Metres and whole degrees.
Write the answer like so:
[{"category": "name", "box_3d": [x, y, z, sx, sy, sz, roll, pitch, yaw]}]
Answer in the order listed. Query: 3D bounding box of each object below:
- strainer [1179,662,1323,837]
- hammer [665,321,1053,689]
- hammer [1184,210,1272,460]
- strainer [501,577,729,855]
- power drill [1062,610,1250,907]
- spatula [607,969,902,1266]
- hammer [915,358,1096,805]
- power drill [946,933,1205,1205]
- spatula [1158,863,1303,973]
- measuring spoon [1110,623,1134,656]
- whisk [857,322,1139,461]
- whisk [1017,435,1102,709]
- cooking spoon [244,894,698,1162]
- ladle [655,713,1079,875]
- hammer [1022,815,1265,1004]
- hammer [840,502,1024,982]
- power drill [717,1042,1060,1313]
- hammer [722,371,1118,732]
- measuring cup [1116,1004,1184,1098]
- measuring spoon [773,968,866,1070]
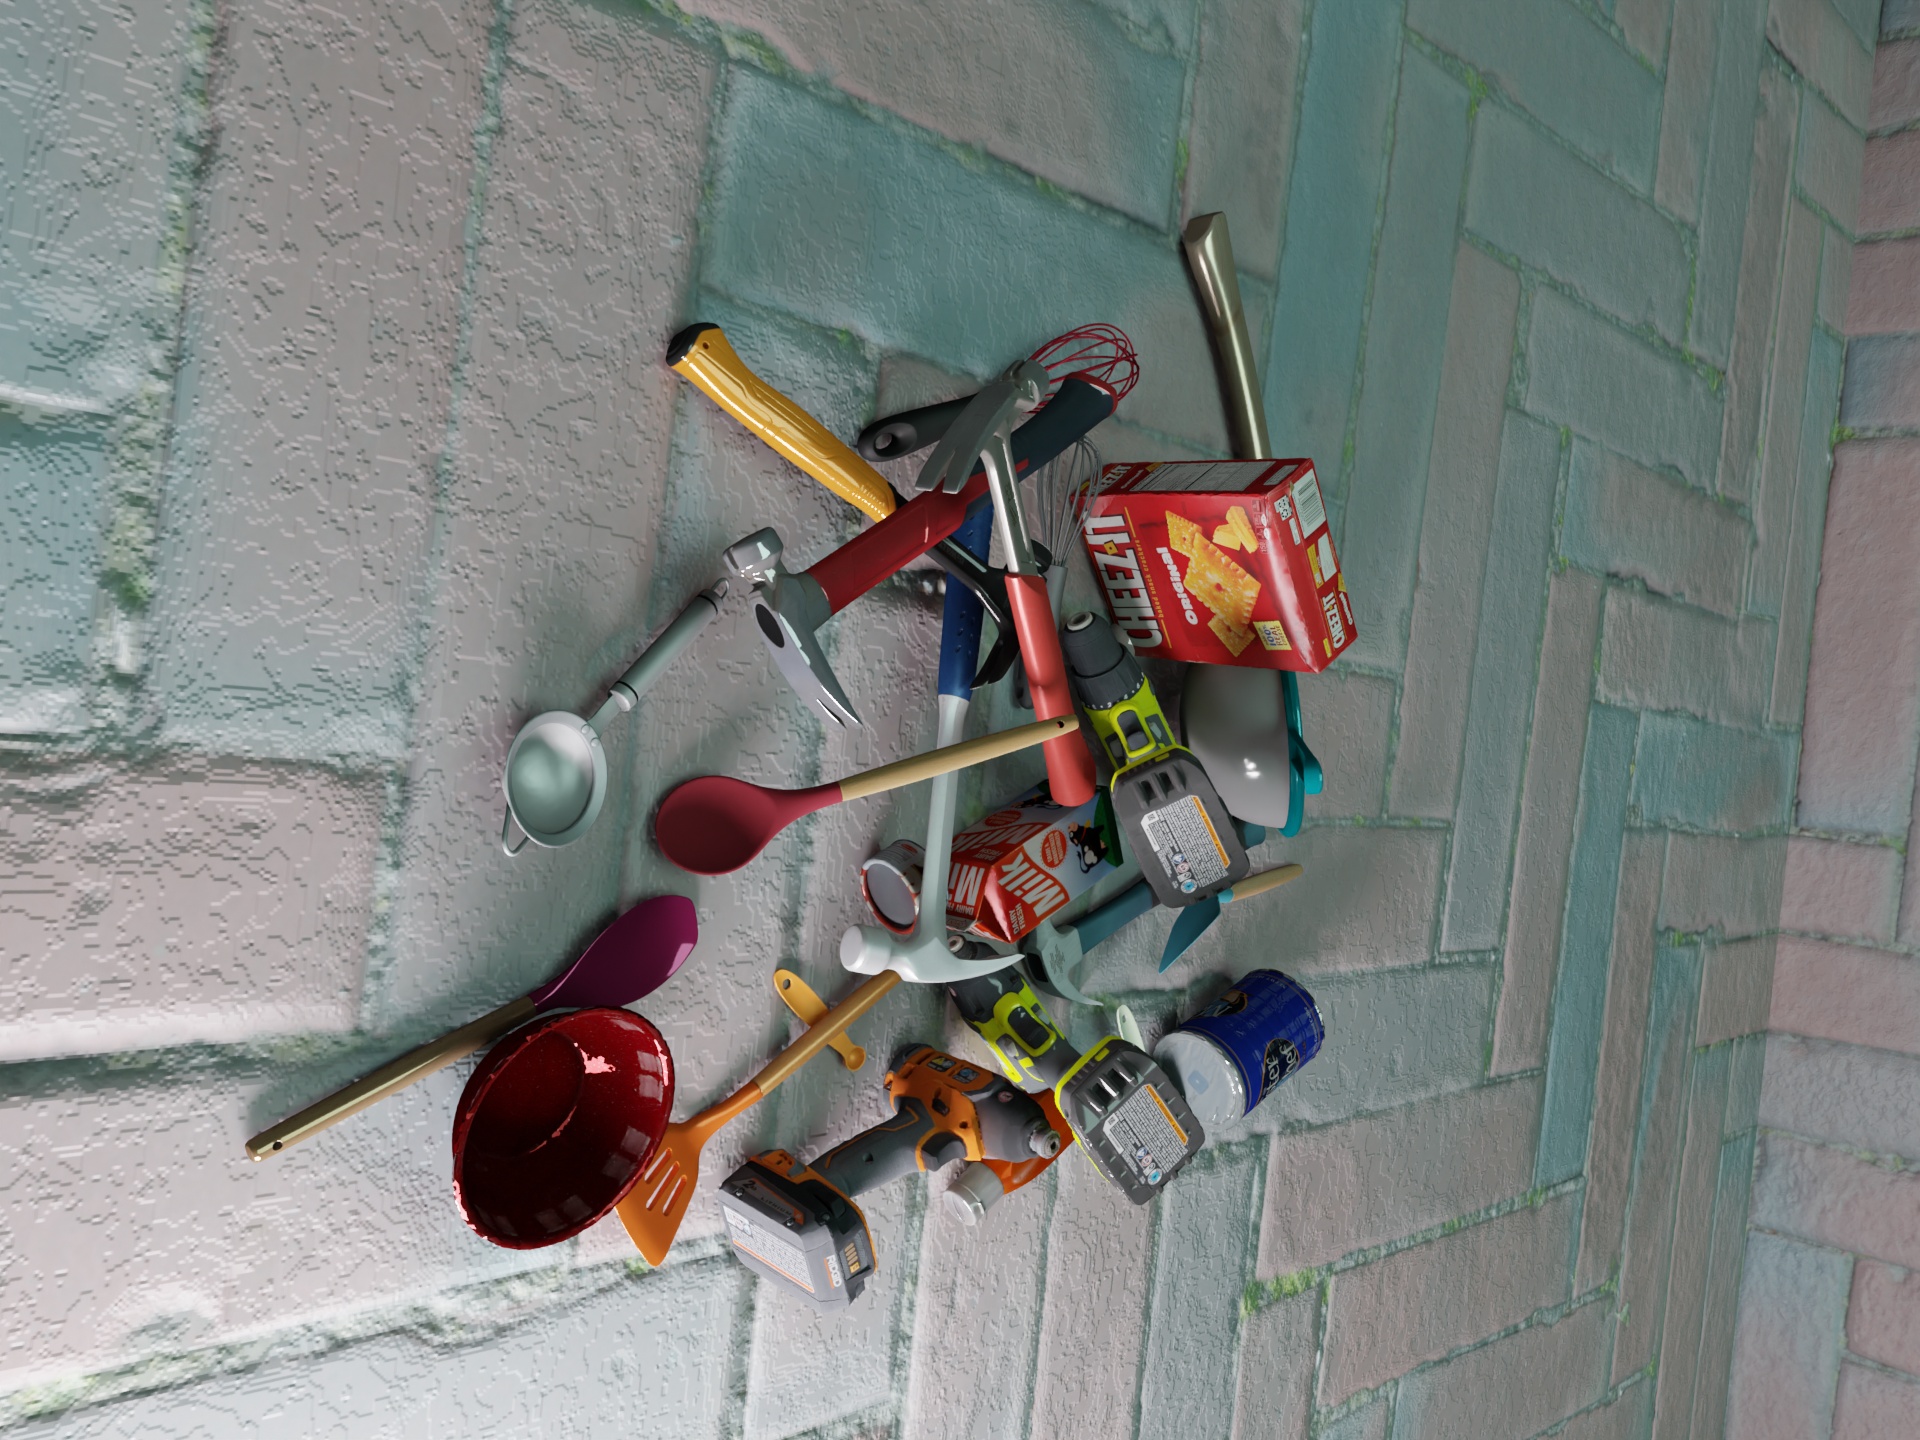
[{"category": "strainer", "box_3d": [0.243, 0.016, 1.374, 0.340, 0.095, 0.211, -72, 157, -78]}, {"category": "hammer", "box_3d": [-0.071, -0.158, 1.127, 0.336, 0.034, 0.127, 36, 60, -29]}, {"category": "hammer", "box_3d": [0.282, -0.275, 1.510, 0.146, 0.038, 0.410, -33, 117, -39]}, {"category": "strainer", "box_3d": [-0.225, -0.009, 1.033, 0.258, 0.050, 0.086, -53, 134, -34]}, {"category": "power drill", "box_3d": [0.150, 0.027, 1.307, 0.080, 0.229, 0.190, -26, 121, 6]}, {"category": "spatula", "box_3d": [-0.125, 0.255, 1.154, 0.322, 0.041, 0.081, -37, 119, -32]}, {"category": "hammer", "box_3d": [0.049, -0.068, 1.145, 0.149, 0.037, 0.358, -57, 145, -39]}, {"category": "power drill", "box_3d": [0.074, 0.260, 1.233, 0.080, 0.223, 0.171, -42, 125, -13]}, {"category": "spatula", "box_3d": [0.268, 0.171, 1.506, 0.082, 0.044, 0.317, -51, 158, 25]}, {"category": "measuring spoon", "box_3d": [0.150, -0.030, 1.416, 0.018, 0.034, 0.124, -29, 122, -14]}, {"category": "whisk", "box_3d": [0.037, -0.255, 1.257, 0.296, 0.073, 0.073, -26, 113, -34]}, {"category": "whisk", "box_3d": [0.076, -0.127, 1.319, 0.055, 0.055, 0.239, 7, 94, -45]}, {"category": "cooking spoon", "box_3d": [-0.293, 0.191, 1.002, 0.319, 0.017, 0.068, -26, 122, -40]}, {"category": "ladle", "box_3d": [-0.061, 0.041, 1.125, 0.315, 0.031, 0.069, -16, 85, -15]}, {"category": "hammer", "box_3d": [0.176, 0.154, 1.455, 0.331, 0.033, 0.128, -25, 111, -41]}, {"category": "hammer", "box_3d": [-0.002, -0.004, 1.201, 0.144, 0.035, 0.406, 16, 71, -34]}, {"category": "power drill", "box_3d": [-0.044, 0.328, 1.165, 0.226, 0.164, 0.084, -28, 116, -37]}, {"category": "hammer", "box_3d": [0.002, -0.143, 1.137, 0.386, 0.038, 0.143, -40, 108, -38]}, {"category": "measuring cup", "box_3d": [0.156, 0.328, 1.454, 0.083, 0.038, 0.167, -33, 115, -38]}, {"category": "measuring spoon", "box_3d": [-0.108, 0.225, 1.199, 0.021, 0.011, 0.116, -51, 123, -24]}]
